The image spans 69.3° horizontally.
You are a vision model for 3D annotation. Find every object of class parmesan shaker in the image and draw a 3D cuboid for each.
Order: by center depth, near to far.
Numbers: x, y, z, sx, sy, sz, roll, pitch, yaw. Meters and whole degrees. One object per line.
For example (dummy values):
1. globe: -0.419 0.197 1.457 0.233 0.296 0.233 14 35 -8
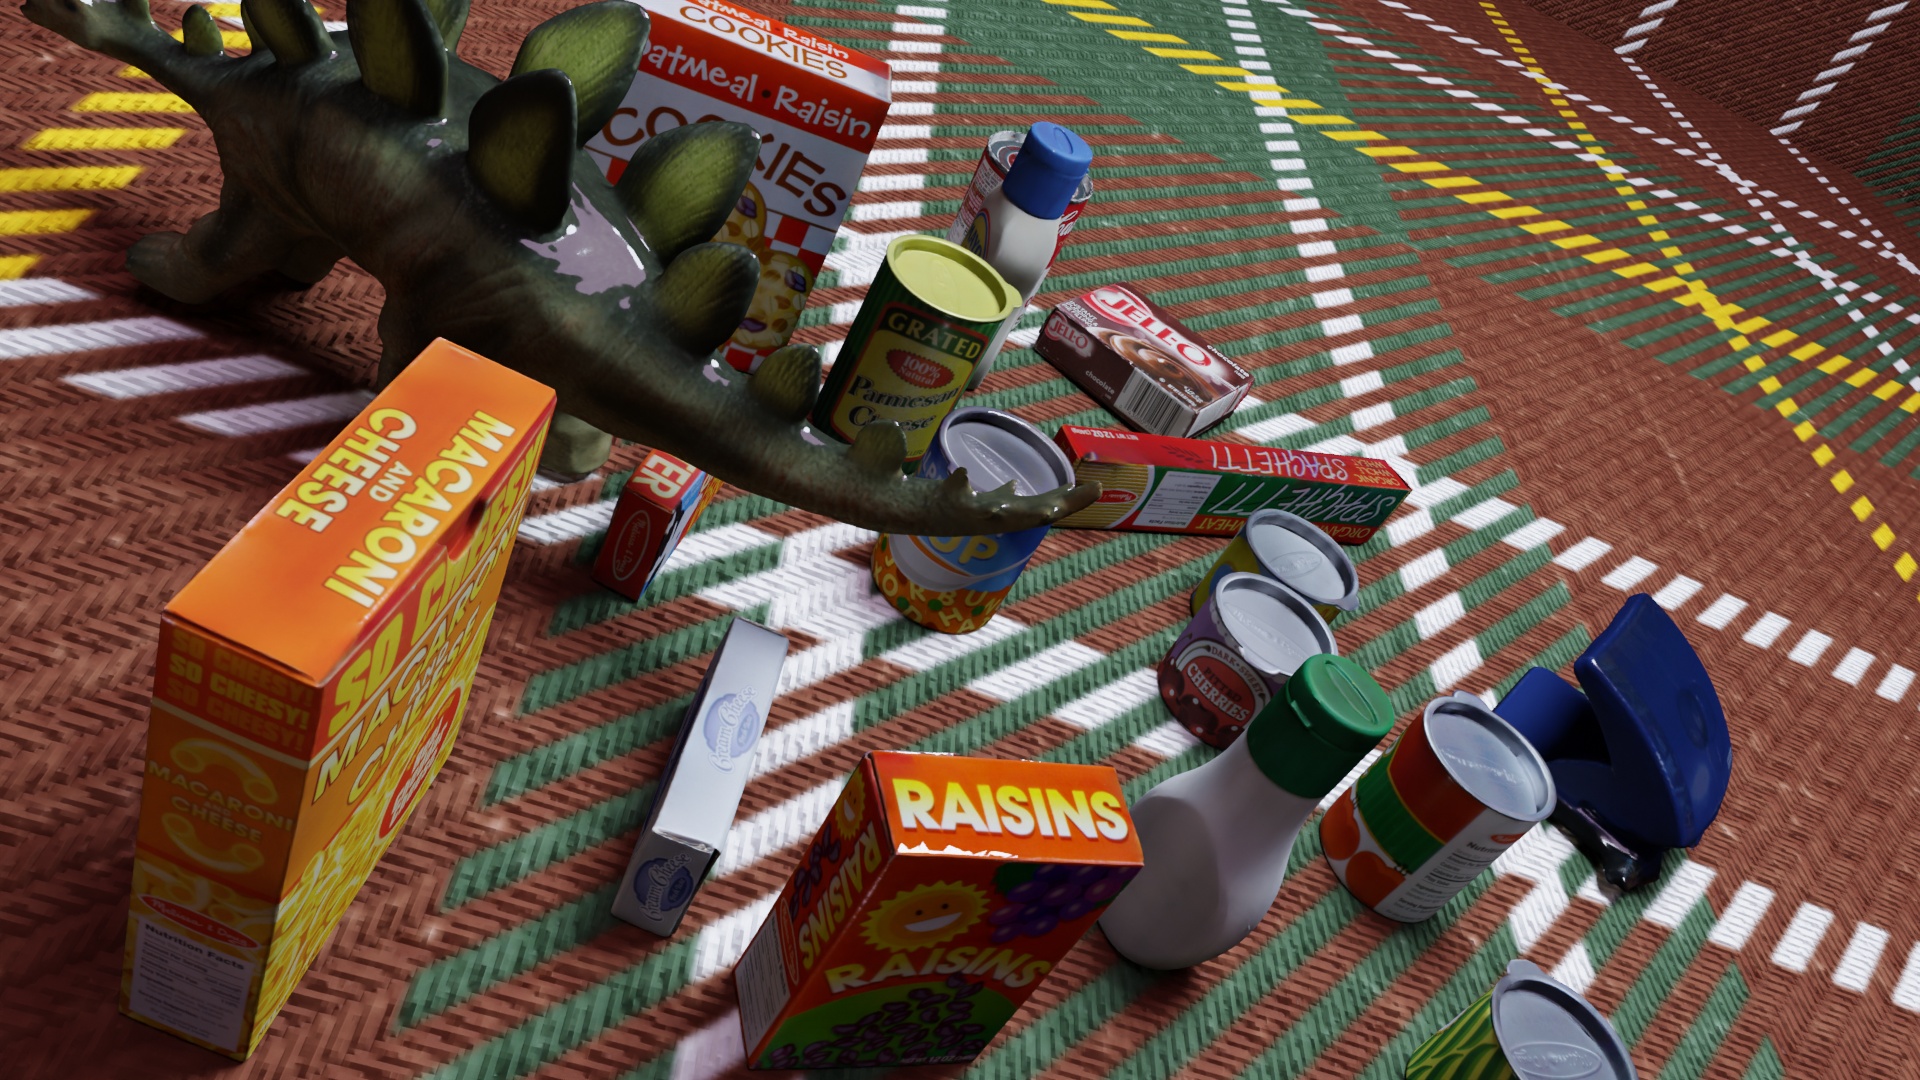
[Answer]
1. parmesan shaker: -0.023 -0.089 0.689 0.071 0.102 0.072 19 38 -15

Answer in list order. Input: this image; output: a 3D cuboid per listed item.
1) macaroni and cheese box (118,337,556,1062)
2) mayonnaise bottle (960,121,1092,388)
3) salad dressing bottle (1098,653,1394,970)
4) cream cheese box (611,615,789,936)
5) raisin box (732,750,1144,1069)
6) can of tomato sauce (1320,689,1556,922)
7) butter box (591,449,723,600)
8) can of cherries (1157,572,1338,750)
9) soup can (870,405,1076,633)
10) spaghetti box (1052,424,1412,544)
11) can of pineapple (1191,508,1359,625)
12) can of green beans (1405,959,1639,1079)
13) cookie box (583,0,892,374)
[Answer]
1. macaroni and cheese box: -0.169 0.044 0.381 0.040 0.165 0.124 26 37 -7
2. mayonnaise bottle: 0.022 -0.157 0.761 0.041 0.147 0.065 13 40 -23
3. salad dressing bottle: 0.103 0.102 0.514 0.044 0.146 0.064 -3 48 -37
4. cream cheese box: -0.090 0.080 0.487 0.024 0.053 0.104 24 37 -10
5. raisin box: -0.010 0.119 0.438 0.086 0.122 0.040 9 41 -26
6. can of tomato sauce: 0.211 0.119 0.623 0.071 0.082 0.071 19 38 -15
7. butter box: -0.119 -0.026 0.591 0.024 0.052 0.104 28 36 -3
8. can of cherries: 0.134 0.059 0.661 0.071 0.058 0.072 19 38 -15
9. soup can: 0.002 -0.008 0.627 0.071 0.083 0.072 19 38 -15
10. spaghetti box: 0.151 -0.028 0.781 0.250 0.050 0.029 3 45 -32
11. can of pineapple: 0.162 0.028 0.717 0.071 0.057 0.071 19 38 -15
12. can of green beans: 0.217 0.212 0.540 0.071 0.057 0.071 19 38 -15
13. cookie box: -0.120 -0.167 0.660 0.123 0.166 0.040 15 39 -20
